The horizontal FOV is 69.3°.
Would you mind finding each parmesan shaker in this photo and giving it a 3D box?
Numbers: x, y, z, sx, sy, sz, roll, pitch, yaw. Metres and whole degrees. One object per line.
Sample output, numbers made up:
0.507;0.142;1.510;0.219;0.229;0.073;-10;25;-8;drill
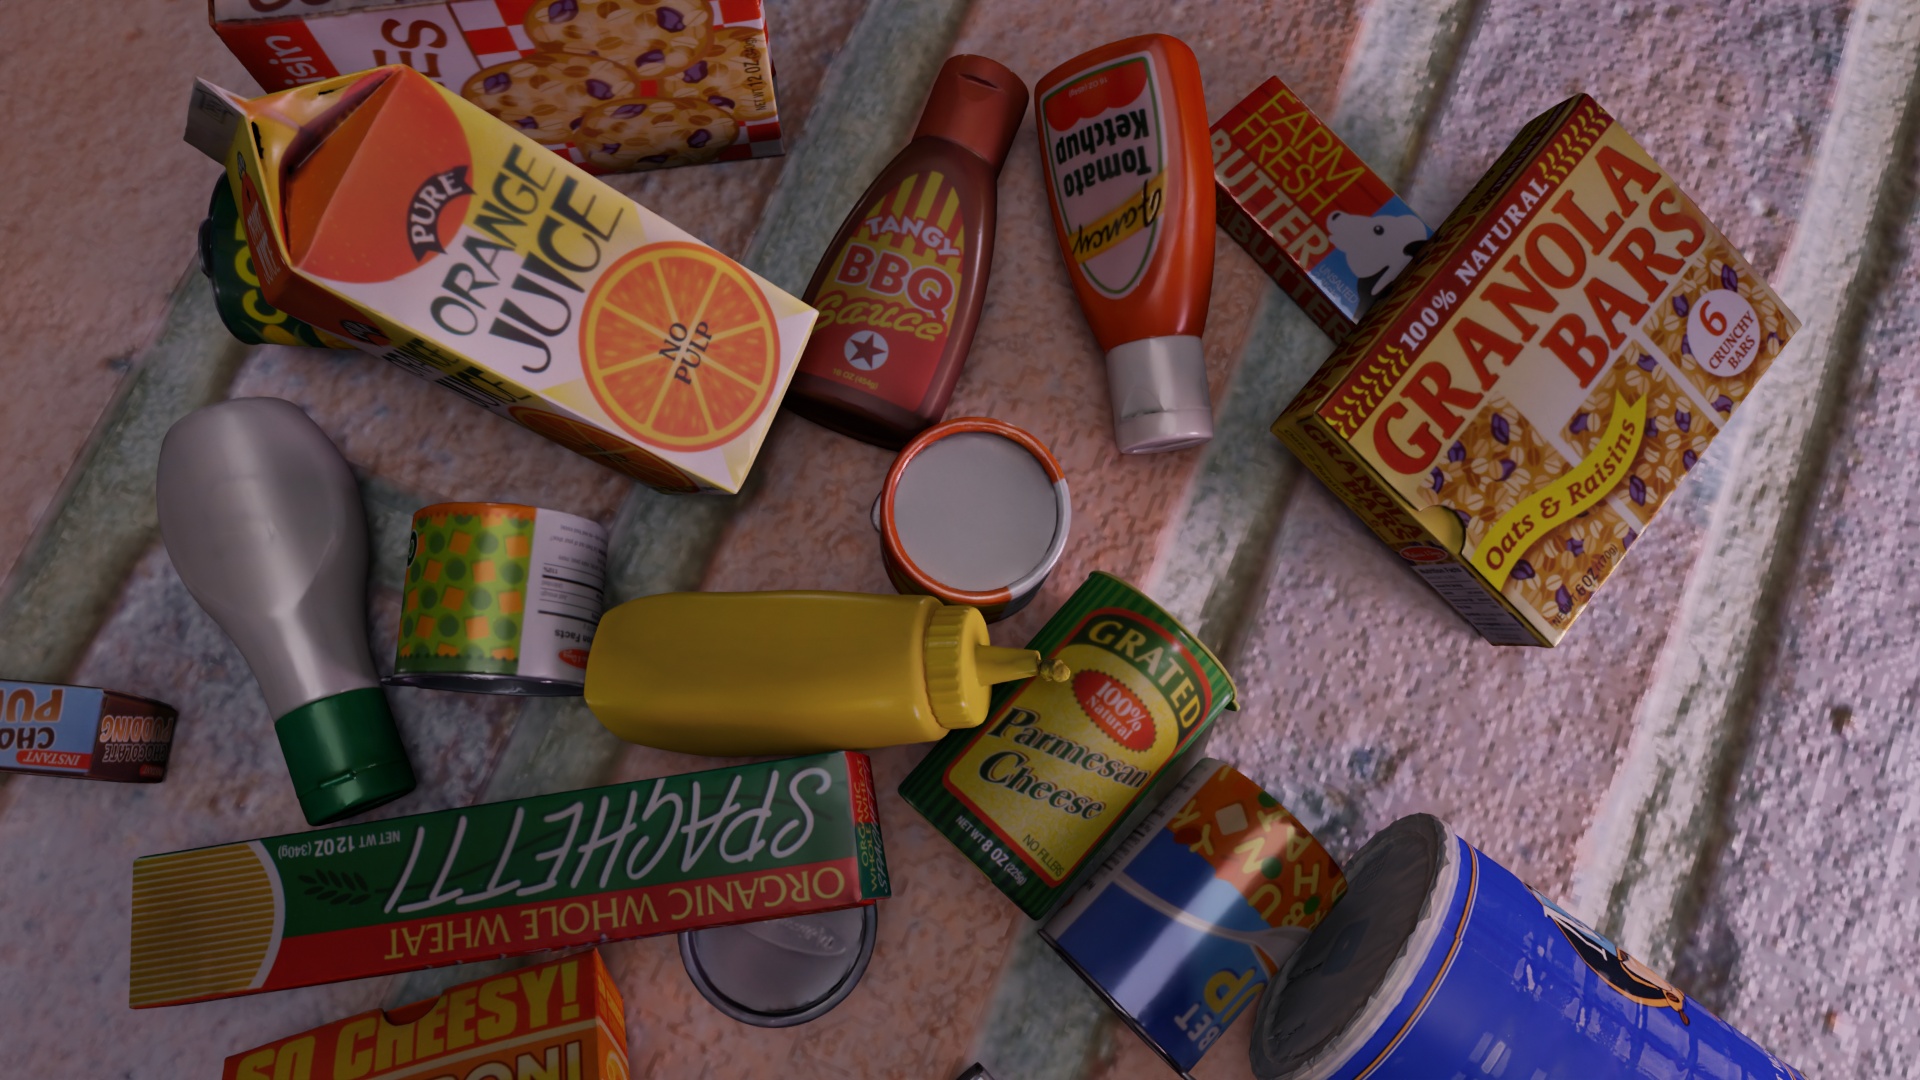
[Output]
0.038;0.072;0.476;0.071;0.071;0.103;42;80;6;parmesan shaker

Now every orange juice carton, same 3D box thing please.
-0.152;-0.086;0.453;0.192;0.072;0.073;28;77;-29;orange juice carton

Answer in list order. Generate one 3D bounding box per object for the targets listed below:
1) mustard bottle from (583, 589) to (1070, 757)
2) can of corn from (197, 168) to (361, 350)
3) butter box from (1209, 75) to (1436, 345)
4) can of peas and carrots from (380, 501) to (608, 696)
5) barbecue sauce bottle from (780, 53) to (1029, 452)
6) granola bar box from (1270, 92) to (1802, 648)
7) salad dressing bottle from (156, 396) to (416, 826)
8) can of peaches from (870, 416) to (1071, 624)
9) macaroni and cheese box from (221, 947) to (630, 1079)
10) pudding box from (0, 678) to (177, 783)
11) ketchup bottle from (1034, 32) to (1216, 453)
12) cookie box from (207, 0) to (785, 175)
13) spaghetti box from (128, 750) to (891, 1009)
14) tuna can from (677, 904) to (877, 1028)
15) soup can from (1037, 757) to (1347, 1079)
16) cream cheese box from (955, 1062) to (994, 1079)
-0.041;0.043;0.460;0.160;0.065;0.049;-3;64;16;mustard bottle
-0.226;-0.101;0.497;0.058;0.071;0.071;3;78;-3;can of corn
0.138;-0.127;0.543;0.053;0.024;0.103;-42;83;-10;butter box
-0.159;0.022;0.477;0.071;0.071;0.059;3;78;-2;can of peas and carrots
-0.016;-0.110;0.523;0.065;0.043;0.149;20;78;4;barbecue sauce bottle
0.214;-0.062;0.512;0.124;0.039;0.166;43;79;-8;granola bar box
-0.232;0.024;0.485;0.064;0.044;0.148;-21;81;-9;salad dressing bottle
0.002;-0.006;0.494;0.071;0.058;0.071;1;79;-3;can of peaches
-0.157;0.212;0.402;0.124;0.040;0.167;-15;41;-6;macaroni and cheese box
-0.320;0.063;0.469;0.084;0.049;0.030;5;77;-2;pudding box
0.067;-0.108;0.521;0.064;0.043;0.149;-11;83;36;ketchup bottle
-0.151;-0.171;0.488;0.168;0.122;0.040;-8;79;-4;cookie box
-0.149;0.111;0.455;0.250;0.028;0.050;-10;75;6;spaghetti box
-0.060;0.128;0.476;0.071;0.032;0.071;0;78;-2;tuna can
0.080;0.127;0.466;0.071;0.071;0.084;45;80;6;soup can
-0.015;0.230;0.461;0.104;0.024;0.053;-39;83;-10;cream cheese box
